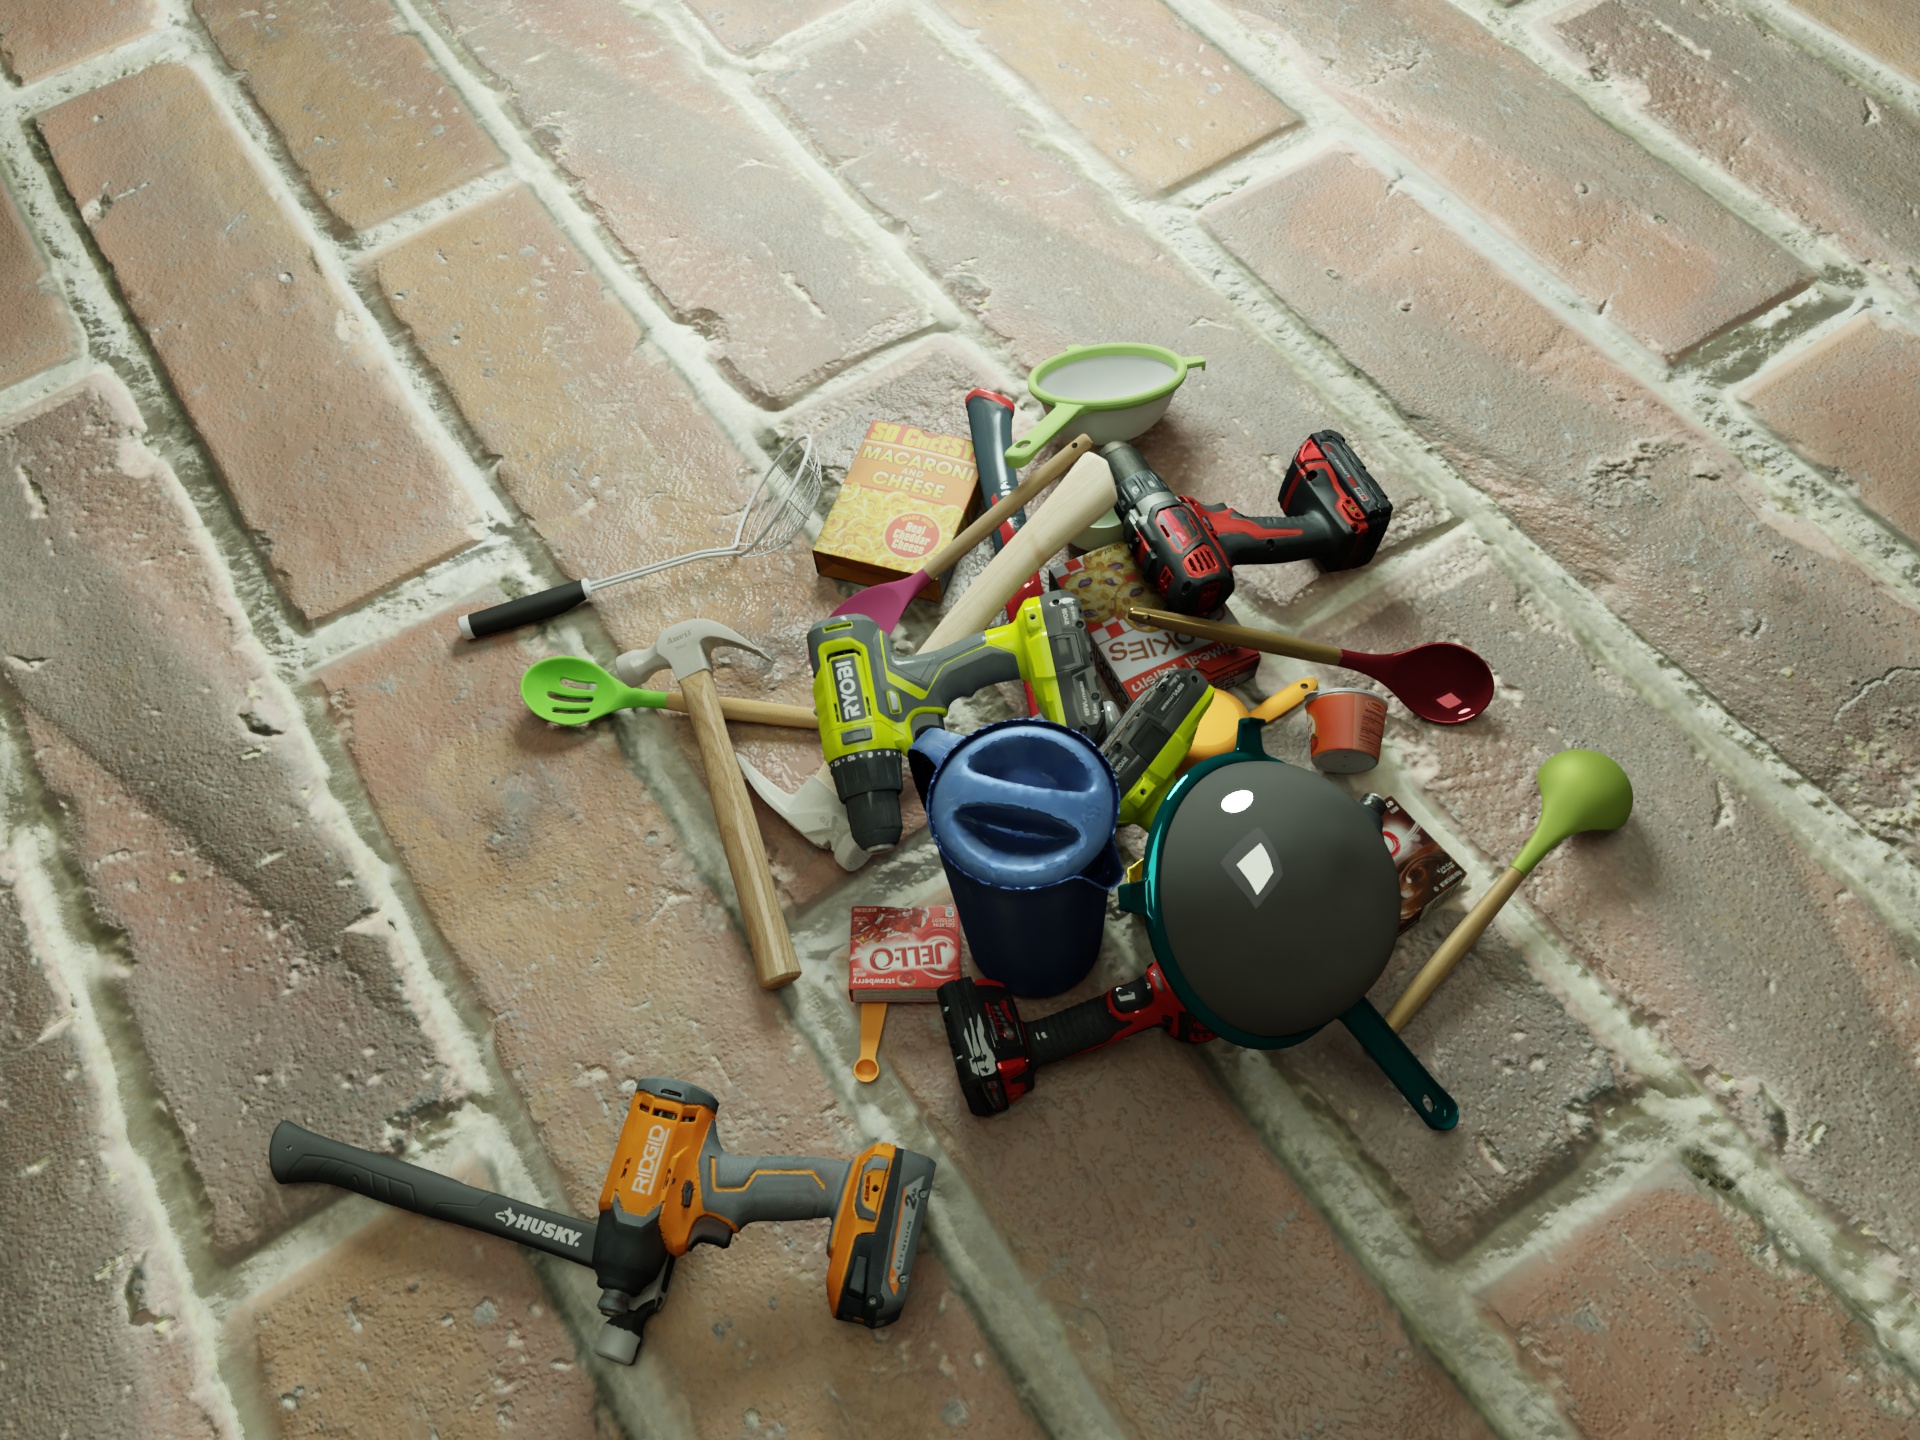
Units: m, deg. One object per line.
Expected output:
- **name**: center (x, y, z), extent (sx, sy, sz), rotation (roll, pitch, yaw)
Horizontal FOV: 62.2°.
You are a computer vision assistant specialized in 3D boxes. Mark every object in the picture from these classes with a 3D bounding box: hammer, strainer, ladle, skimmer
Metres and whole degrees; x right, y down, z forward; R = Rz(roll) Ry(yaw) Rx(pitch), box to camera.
- **hammer**: center (-0.190, 0.063, 1.324), extent (0.130, 0.031, 0.332), rotation (-24, 68, 12)
- **strainer**: center (0.114, -0.274, 1.481), extent (0.151, 0.069, 0.256), rotation (13, 40, 30)
- **hammer**: center (-0.016, -0.071, 1.360), extent (0.146, 0.038, 0.410), rotation (37, 83, 24)
- **strainer**: center (0.273, 0.166, 1.109), extent (0.340, 0.095, 0.211), rotation (49, 57, -13)
- **ladle**: center (0.421, 0.144, 1.256), extent (0.078, 0.062, 0.320), rotation (38, 76, 22)
- **skimmer**: center (-0.297, -0.167, 1.468), extent (0.363, 0.090, 0.127), rotation (-18, 27, -3)
- **hammer**: center (0.037, -0.131, 1.415), extent (0.143, 0.038, 0.387), rotation (-18, 62, 13)
- **ladle**: center (0.295, -0.057, 1.346), extent (0.315, 0.031, 0.069), rotation (12, 99, -3)
- **hammer**: center (-0.367, 0.357, 1.189), extent (0.335, 0.035, 0.146), rotation (13, 62, 13)

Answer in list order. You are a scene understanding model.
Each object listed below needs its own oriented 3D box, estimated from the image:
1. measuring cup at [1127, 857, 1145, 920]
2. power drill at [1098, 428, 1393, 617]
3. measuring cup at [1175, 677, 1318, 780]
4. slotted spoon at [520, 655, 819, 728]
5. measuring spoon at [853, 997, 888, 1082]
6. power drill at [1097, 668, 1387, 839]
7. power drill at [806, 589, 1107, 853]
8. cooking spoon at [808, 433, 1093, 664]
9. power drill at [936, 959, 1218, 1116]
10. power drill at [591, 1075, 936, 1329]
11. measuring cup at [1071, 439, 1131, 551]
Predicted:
- **measuring cup**: center (0.184, 0.105, 1.306), extent (0.062, 0.029, 0.157), rotation (19, 51, 18)
- **power drill**: center (0.245, -0.192, 1.417), extent (0.226, 0.080, 0.188), rotation (-16, 58, -19)
- **measuring cup**: center (0.237, -0.007, 1.344), extent (0.173, 0.052, 0.095), rotation (-30, 55, -17)
- **slotted spoon**: center (-0.234, -0.012, 1.407), extent (0.314, 0.031, 0.070), rotation (6, 60, 6)
- **measuring spoon**: center (-0.069, 0.231, 1.256), extent (0.021, 0.011, 0.117), rotation (5, 56, 1)
- **power drill**: center (0.211, 0.071, 1.216), extent (0.223, 0.080, 0.171), rotation (40, 72, -1)
- **power drill**: center (-0.002, -0.004, 1.276), extent (0.228, 0.080, 0.191), rotation (-12, 76, 3)
- **cooking spoon**: center (-0.009, -0.146, 1.410), extent (0.319, 0.017, 0.069), rotation (-40, 57, 8)
- **power drill**: center (0.100, 0.215, 1.174), extent (0.219, 0.143, 0.079), rotation (-15, 62, -2)
- **power drill**: center (-0.144, 0.358, 1.125), extent (0.226, 0.084, 0.164), rotation (14, 61, 2)
- **measuring cup**: center (0.139, -0.217, 1.500), extent (0.083, 0.038, 0.168), rotation (9, 43, 12)
